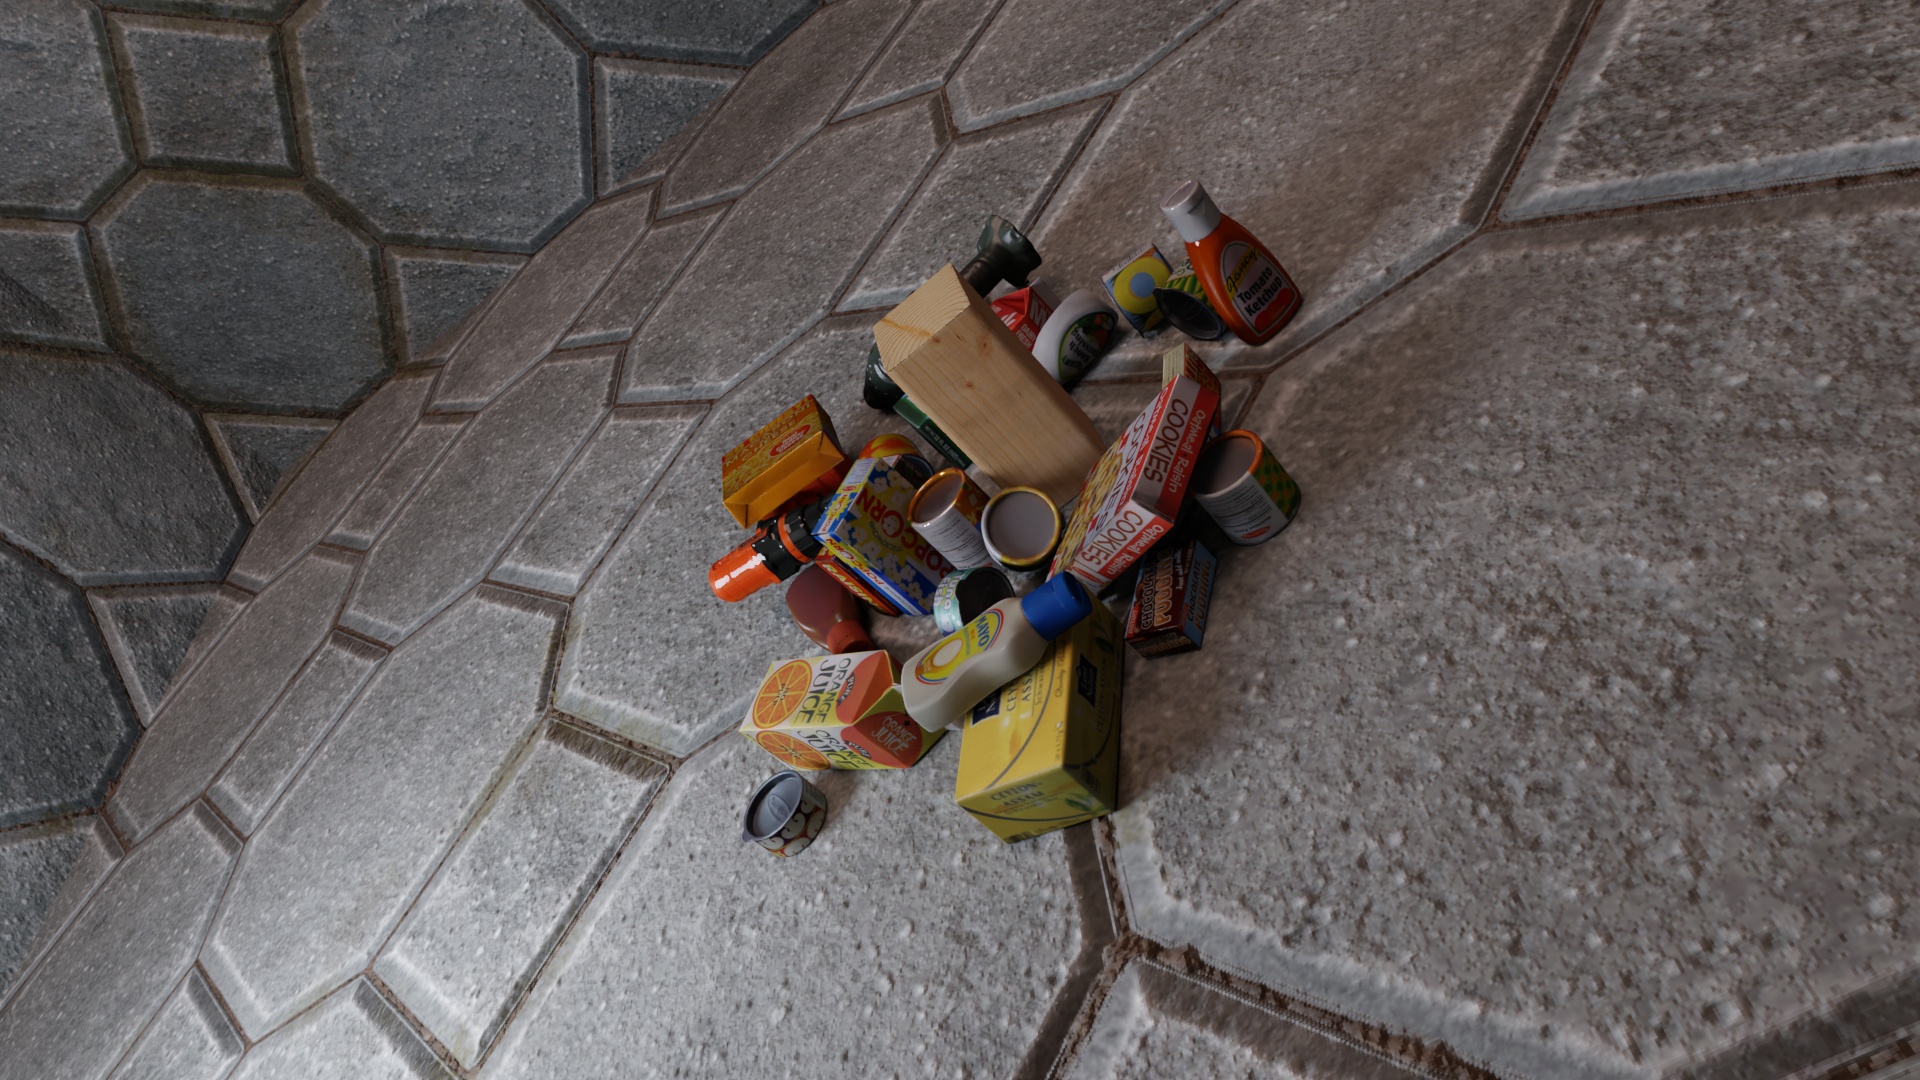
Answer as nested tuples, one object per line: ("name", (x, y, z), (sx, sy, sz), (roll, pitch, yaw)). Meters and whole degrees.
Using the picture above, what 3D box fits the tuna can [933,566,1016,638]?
("tuna can", (0.010, 0.054, 1.135), (0.033, 0.071, 0.071), (-8, 47, 47))

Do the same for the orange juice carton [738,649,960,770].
("orange juice carton", (-0.088, 0.142, 1.148), (0.192, 0.071, 0.073), (-10, 47, 44))

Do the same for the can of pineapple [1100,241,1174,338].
("can of pineapple", (0.172, -0.231, 1.280), (0.057, 0.071, 0.071), (-36, 33, 16))

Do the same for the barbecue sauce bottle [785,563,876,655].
("barbecue sauce bottle", (-0.117, 0.073, 1.288), (0.065, 0.043, 0.149), (-43, 32, 1))

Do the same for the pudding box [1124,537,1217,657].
("pudding box", (0.154, 0.042, 1.019), (0.049, 0.030, 0.084), (-17, 41, 40))

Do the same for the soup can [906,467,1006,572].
("soup can", (0.004, -0.015, 1.209), (0.071, 0.083, 0.072), (-31, 34, 24))

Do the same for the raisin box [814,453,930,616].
("raisin box", (-0.064, -0.005, 1.275), (0.040, 0.086, 0.124), (-1, 52, 57))

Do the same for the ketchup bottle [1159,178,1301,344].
("ketchup bottle", (0.219, -0.232, 1.144), (0.065, 0.148, 0.043), (-47, 30, -1))

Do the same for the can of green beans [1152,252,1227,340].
("can of green beans", (0.214, -0.218, 1.212), (0.071, 0.071, 0.058), (13, 63, 54))

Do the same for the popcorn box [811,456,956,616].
("popcorn box", (-0.059, -0.002, 1.226), (0.038, 0.126, 0.085), (-5, 49, 52))

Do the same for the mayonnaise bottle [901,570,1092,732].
("mayonnaise bottle", (0.025, 0.075, 0.990), (0.148, 0.041, 0.065), (-36, 30, 18))

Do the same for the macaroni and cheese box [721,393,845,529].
("macaroni and cheese box", (-0.185, -0.084, 1.426), (0.124, 0.040, 0.167), (-35, 20, 3))

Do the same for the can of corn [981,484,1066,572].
("can of corn", (0.053, -0.011, 1.144), (0.071, 0.071, 0.058), (-48, -7, -3))

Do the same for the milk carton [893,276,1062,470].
("milk carton", (0.033, -0.167, 1.362), (0.190, 0.072, 0.073), (-47, 32, 0))

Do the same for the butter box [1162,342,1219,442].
("butter box", (0.188, -0.110, 1.132), (0.024, 0.053, 0.104), (-27, 35, 33))

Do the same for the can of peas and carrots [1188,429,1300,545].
("can of peas and carrots", (0.207, -0.041, 1.025), (0.071, 0.058, 0.071), (-30, 35, 24))

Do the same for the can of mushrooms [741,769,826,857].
("can of mushrooms", (-0.147, 0.229, 1.154), (0.071, 0.033, 0.071), (-29, 35, 24))

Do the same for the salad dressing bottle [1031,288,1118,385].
("salad dressing bottle", (0.087, -0.167, 1.313), (0.147, 0.064, 0.044), (-52, 47, 5))

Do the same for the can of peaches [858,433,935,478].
("can of peaches", (-0.066, -0.065, 1.361), (0.071, 0.071, 0.058), (-43, 31, 5))

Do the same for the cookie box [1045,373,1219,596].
("cookie box", (0.129, -0.034, 1.058), (0.123, 0.040, 0.166), (-66, 7, -30))
